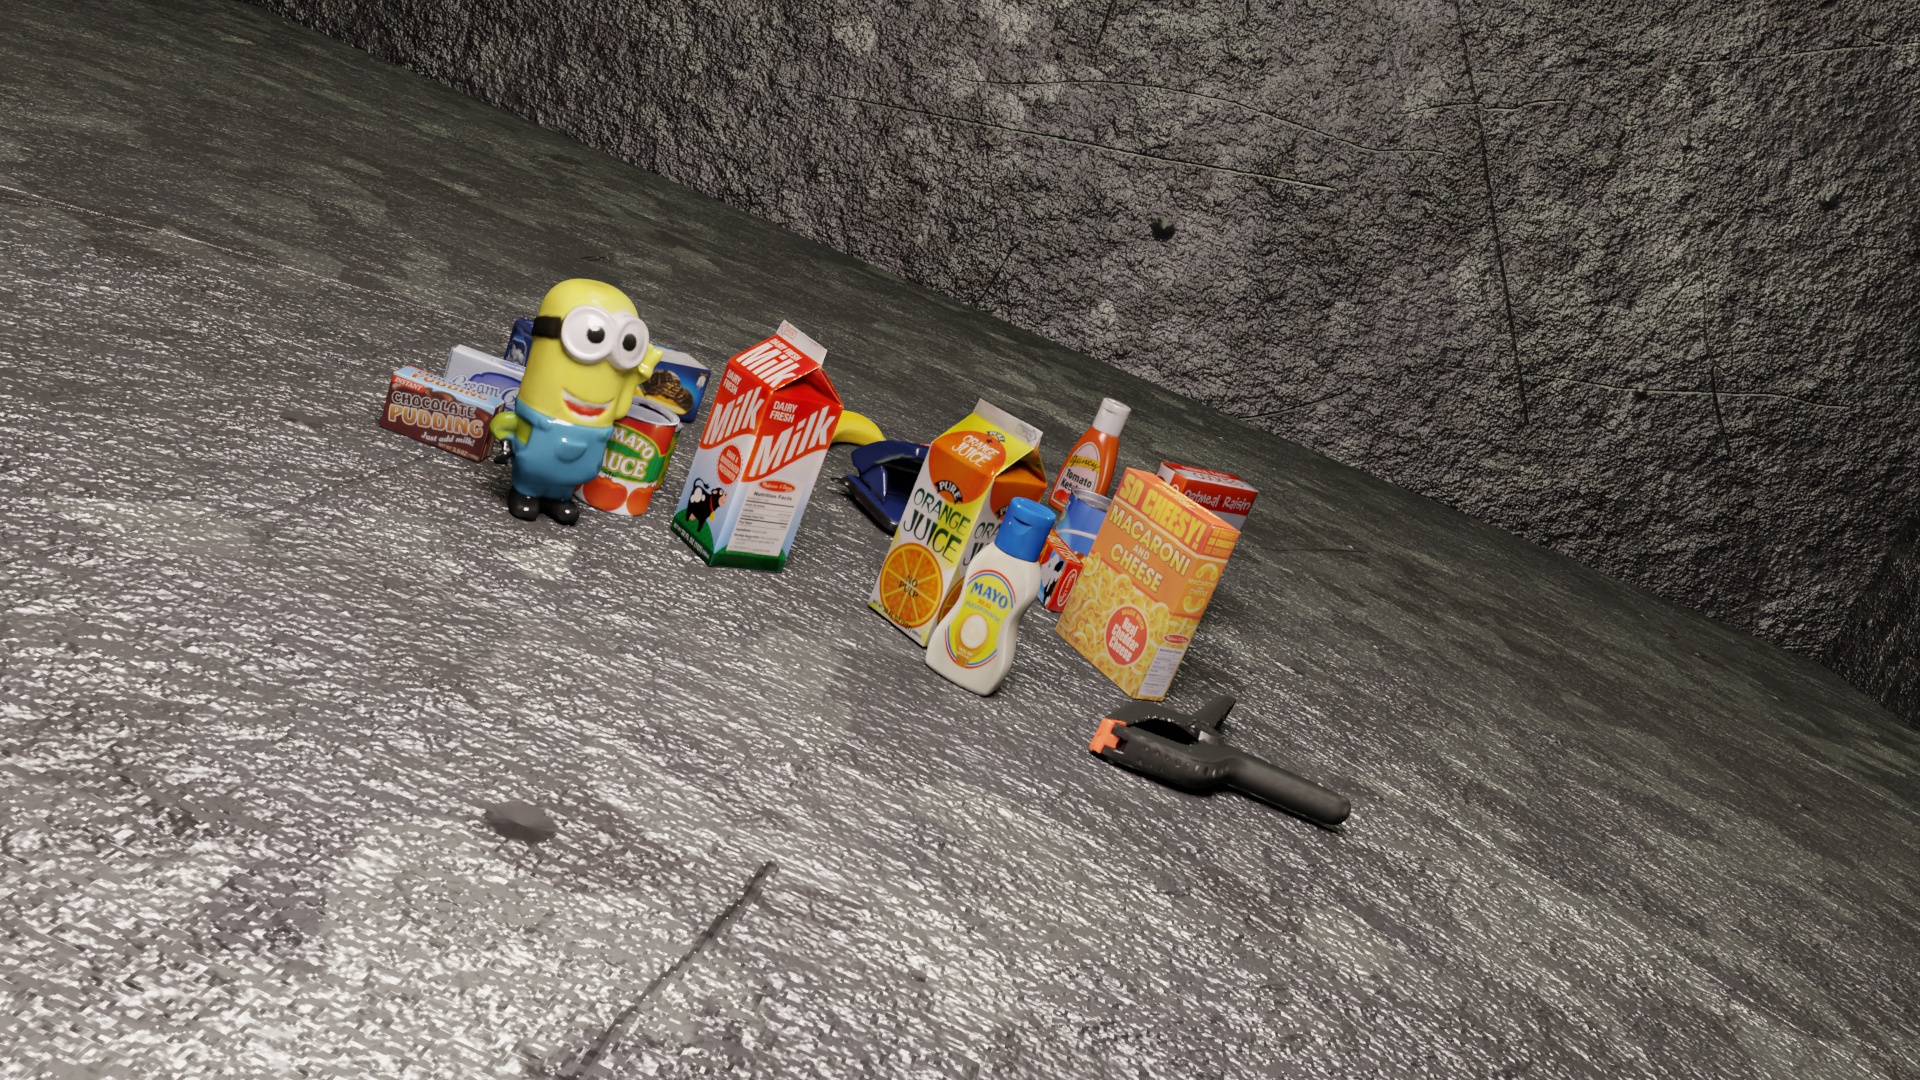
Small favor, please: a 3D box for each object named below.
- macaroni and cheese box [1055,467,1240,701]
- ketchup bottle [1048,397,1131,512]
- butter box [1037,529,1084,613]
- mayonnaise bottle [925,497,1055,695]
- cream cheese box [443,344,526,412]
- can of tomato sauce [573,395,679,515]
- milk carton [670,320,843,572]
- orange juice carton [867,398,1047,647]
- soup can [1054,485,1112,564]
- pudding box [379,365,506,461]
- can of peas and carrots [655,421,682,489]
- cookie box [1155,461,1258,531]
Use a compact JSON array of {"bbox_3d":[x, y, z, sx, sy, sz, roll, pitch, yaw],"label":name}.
[{"bbox_3d":[0.160,0.037,1.212,0.040,0.166,0.124,11,19,-37],"label":"macaroni and cheese box"},{"bbox_3d":[0.163,-0.100,1.702,0.065,0.148,0.043,30,17,25],"label":"ketchup bottle"},{"bbox_3d":[0.087,0.026,1.357,0.024,0.053,0.104,17,17,-21],"label":"butter box"},{"bbox_3d":[0.027,0.040,1.052,0.065,0.147,0.041,27,16,17],"label":"mayonnaise bottle"},{"bbox_3d":[-0.393,-0.126,1.201,0.104,0.053,0.024,20,15,-11],"label":"cream cheese box"},{"bbox_3d":[-0.273,-0.070,1.125,0.071,0.083,0.071,21,15,-6],"label":"can of tomato sauce"},{"bbox_3d":[-0.157,-0.076,1.106,0.073,0.190,0.072,8,21,-43],"label":"milk carton"},{"bbox_3d":[0.004,-0.014,1.117,0.072,0.192,0.073,34,19,36],"label":"orange juice carton"},{"bbox_3d":[0.129,-0.005,1.462,0.071,0.083,0.071,21,15,-6],"label":"soup can"},{"bbox_3d":[-0.410,-0.101,1.101,0.084,0.049,0.030,21,15,-6],"label":"pudding box"},{"bbox_3d":[-0.281,-0.084,1.204,0.071,0.058,0.071,21,15,-6],"label":"can of peas and carrots"},{"bbox_3d":[0.213,0.010,1.371,0.123,0.167,0.040,7,22,-45],"label":"cookie box"}]
